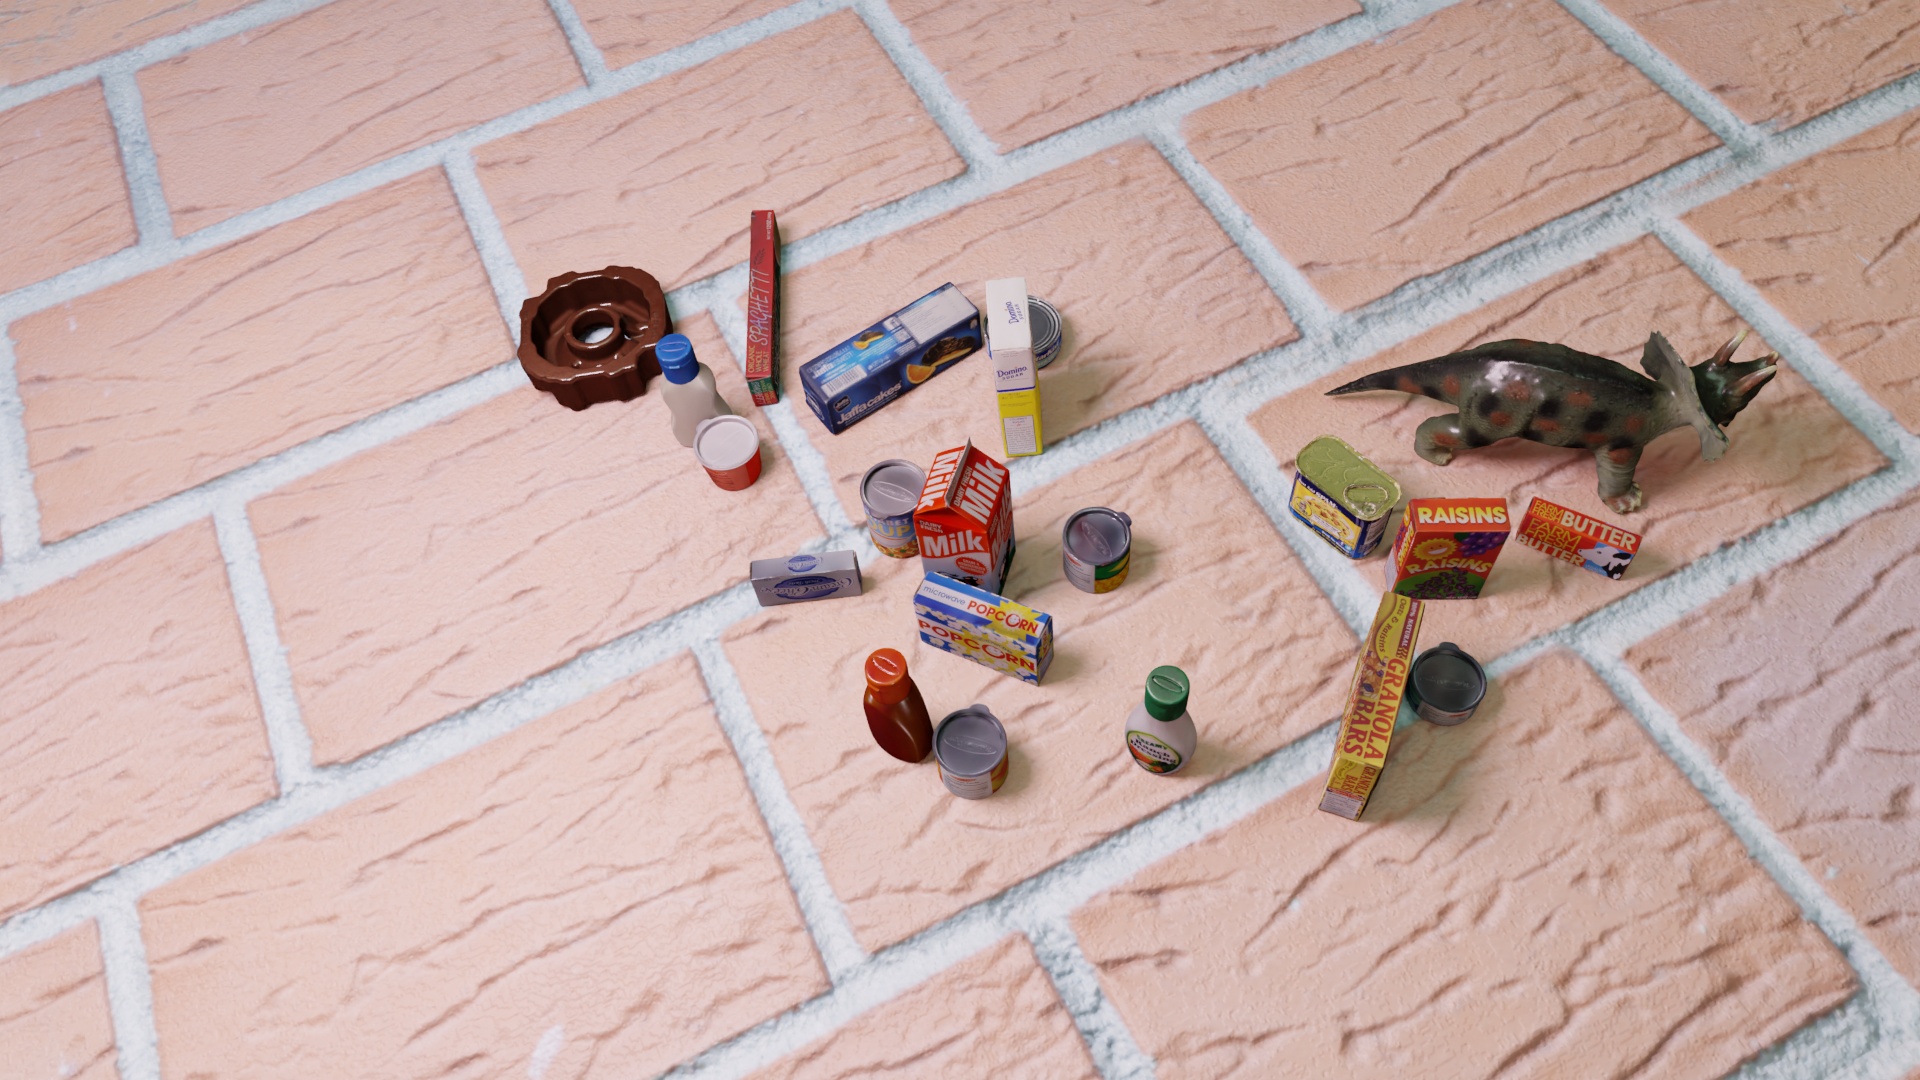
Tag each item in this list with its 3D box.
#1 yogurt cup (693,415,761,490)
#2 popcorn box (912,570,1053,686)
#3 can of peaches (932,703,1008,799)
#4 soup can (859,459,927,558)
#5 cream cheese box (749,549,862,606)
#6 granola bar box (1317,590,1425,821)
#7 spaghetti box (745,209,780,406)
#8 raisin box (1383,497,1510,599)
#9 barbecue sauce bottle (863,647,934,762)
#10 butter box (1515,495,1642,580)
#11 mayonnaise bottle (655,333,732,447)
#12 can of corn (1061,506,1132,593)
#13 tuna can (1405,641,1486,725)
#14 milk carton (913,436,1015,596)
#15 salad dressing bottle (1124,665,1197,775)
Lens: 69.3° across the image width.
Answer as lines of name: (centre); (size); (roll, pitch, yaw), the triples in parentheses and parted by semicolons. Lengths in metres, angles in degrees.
yogurt cup: (-0.238, -0.088, 1.440); (0.072, 0.053, 0.073); (-2, 58, 3)
popcorn box: (0.022, 0.082, 1.296); (0.127, 0.084, 0.038); (20, 62, 16)
can of peaches: (0.011, 0.190, 1.245); (0.071, 0.057, 0.071); (-2, 58, 3)
soup can: (-0.063, -0.028, 1.372); (0.071, 0.083, 0.071); (-2, 58, 3)
cream cheese box: (-0.150, 0.037, 1.356); (0.104, 0.053, 0.024); (-6, 58, 0)
granola bar box: (0.358, 0.145, 1.207); (0.039, 0.123, 0.166); (17, 61, 14)
spaghetti box: (-0.219, -0.263, 1.550); (0.029, 0.050, 0.251); (-5, 58, 2)
raisin box: (0.449, 0.008, 1.286); (0.086, 0.122, 0.040); (0, 58, 5)
barbecue sauce bottle: (-0.058, 0.144, 1.226); (0.065, 0.147, 0.044); (30, 65, 21)
butter box: (0.587, -0.002, 1.323); (0.103, 0.053, 0.024); (24, 63, 18)
mayonnaise bottle: (-0.277, -0.152, 1.429); (0.065, 0.147, 0.041); (-5, 58, 1)
can of corn: (0.134, 0.009, 1.349); (0.071, 0.058, 0.071); (-2, 58, 3)
tuna can: (0.441, 0.130, 1.264); (0.071, 0.032, 0.071); (-2, 58, 3)
milk carton: (0.005, -0.016, 1.297); (0.073, 0.189, 0.073); (13, 60, 12)
salad dressing bottle: (0.175, 0.155, 1.201); (0.064, 0.147, 0.044); (25, 63, 18)
